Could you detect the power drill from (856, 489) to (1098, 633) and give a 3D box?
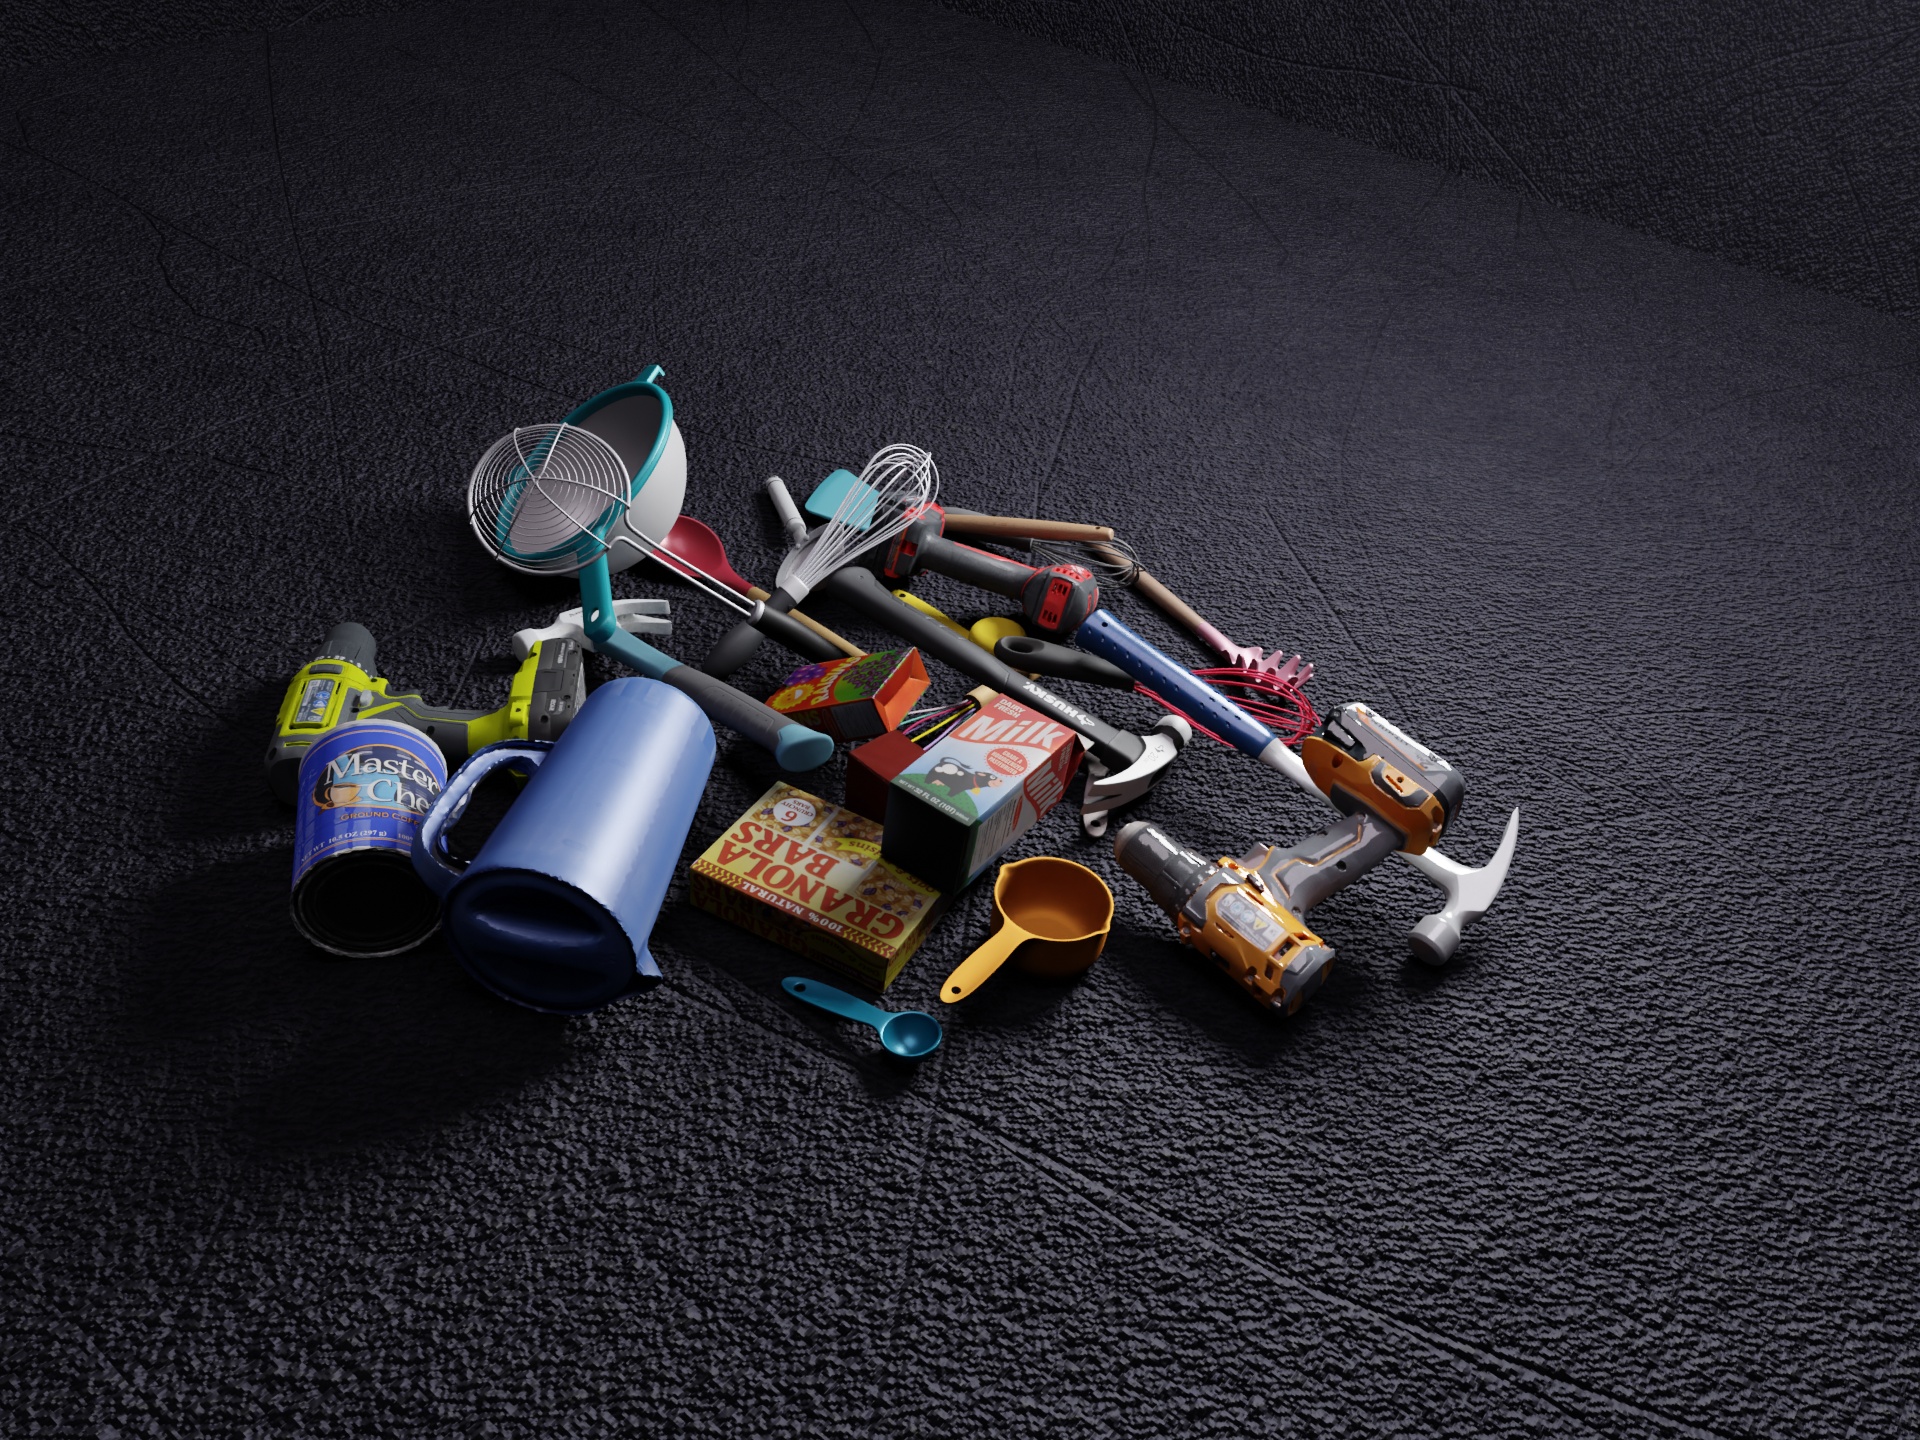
[{"bbox_3d":[0.025,-0.145,1.506,0.220,0.078,0.143,21,14,9],"label":"power drill"}]

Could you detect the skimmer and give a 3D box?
[{"bbox_3d":[-0.233,-0.119,1.327,0.363,0.127,0.090,31,-16,-35],"label":"skimmer"}]

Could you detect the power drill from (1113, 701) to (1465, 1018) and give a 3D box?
[{"bbox_3d":[0.244,0.088,1.200,0.226,0.084,0.185,-43,62,-16],"label":"power drill"}]

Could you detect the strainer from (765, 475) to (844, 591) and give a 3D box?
[{"bbox_3d":[-0.158,-0.186,1.569,0.087,0.050,0.259,-40,37,8],"label":"strainer"}]

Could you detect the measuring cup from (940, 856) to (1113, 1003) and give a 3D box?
[{"bbox_3d":[0.039,0.167,1.137,0.095,0.052,0.173,29,44,25],"label":"measuring cup"}]

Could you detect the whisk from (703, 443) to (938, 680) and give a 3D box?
[{"bbox_3d":[-0.125,-0.139,1.407,0.284,0.070,0.070,-47,57,-10],"label":"whisk"}]

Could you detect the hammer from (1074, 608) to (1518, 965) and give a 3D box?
[{"bbox_3d":[0.264,0.026,1.304,0.406,0.035,0.144,37,67,24],"label":"hammer"}]

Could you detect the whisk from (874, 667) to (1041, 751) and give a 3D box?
[{"bbox_3d":[-0.001,-0.005,1.360,0.051,0.047,0.245,38,42,19],"label":"whisk"}]

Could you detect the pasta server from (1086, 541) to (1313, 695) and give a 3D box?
[{"bbox_3d":[0.220,-0.110,1.544,0.060,0.040,0.317,-5,36,-37],"label":"pasta server"}]

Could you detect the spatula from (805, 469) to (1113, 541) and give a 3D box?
[{"bbox_3d":[0.001,-0.205,1.587,0.317,0.044,0.082,8,40,24],"label":"spatula"}]

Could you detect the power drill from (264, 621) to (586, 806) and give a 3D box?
[{"bbox_3d":[-0.418,-0.014,1.265,0.228,0.080,0.191,0,39,-7],"label":"power drill"}]

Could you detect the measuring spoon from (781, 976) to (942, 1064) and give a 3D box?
[{"bbox_3d":[-0.070,0.207,1.096,0.129,0.021,0.042,18,38,27],"label":"measuring spoon"}]

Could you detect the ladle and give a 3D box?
[{"bbox_3d":[-0.174,-0.108,1.475,0.316,0.031,0.069,32,52,25],"label":"ladle"}]

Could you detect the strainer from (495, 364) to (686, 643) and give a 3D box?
[{"bbox_3d":[-0.312,-0.165,1.443,0.211,0.095,0.341,-33,43,14],"label":"strainer"}]

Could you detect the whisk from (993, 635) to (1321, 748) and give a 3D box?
[{"bbox_3d":[0.173,-0.030,1.400,0.296,0.073,0.073,14,37,6],"label":"whisk"}]

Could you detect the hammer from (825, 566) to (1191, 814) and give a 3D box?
[{"bbox_3d":[0.026,-0.037,1.352,0.335,0.035,0.146,32,39,15],"label":"hammer"}]

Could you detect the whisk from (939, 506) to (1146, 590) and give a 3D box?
[{"bbox_3d":[0.075,-0.179,1.596,0.239,0.055,0.055,19,38,25],"label":"whisk"}]

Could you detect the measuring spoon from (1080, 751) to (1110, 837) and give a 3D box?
[{"bbox_3d":[0.114,0.054,1.322,0.034,0.018,0.124,8,35,0],"label":"measuring spoon"}]

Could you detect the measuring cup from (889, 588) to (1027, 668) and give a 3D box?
[{"bbox_3d":[-0.004,-0.096,1.486,0.157,0.029,0.062,31,43,23],"label":"measuring cup"}]

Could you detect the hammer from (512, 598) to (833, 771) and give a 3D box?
[{"bbox_3d":[-0.229,-0.031,1.315,0.128,0.033,0.331,-28,40,-37],"label":"hammer"}]
